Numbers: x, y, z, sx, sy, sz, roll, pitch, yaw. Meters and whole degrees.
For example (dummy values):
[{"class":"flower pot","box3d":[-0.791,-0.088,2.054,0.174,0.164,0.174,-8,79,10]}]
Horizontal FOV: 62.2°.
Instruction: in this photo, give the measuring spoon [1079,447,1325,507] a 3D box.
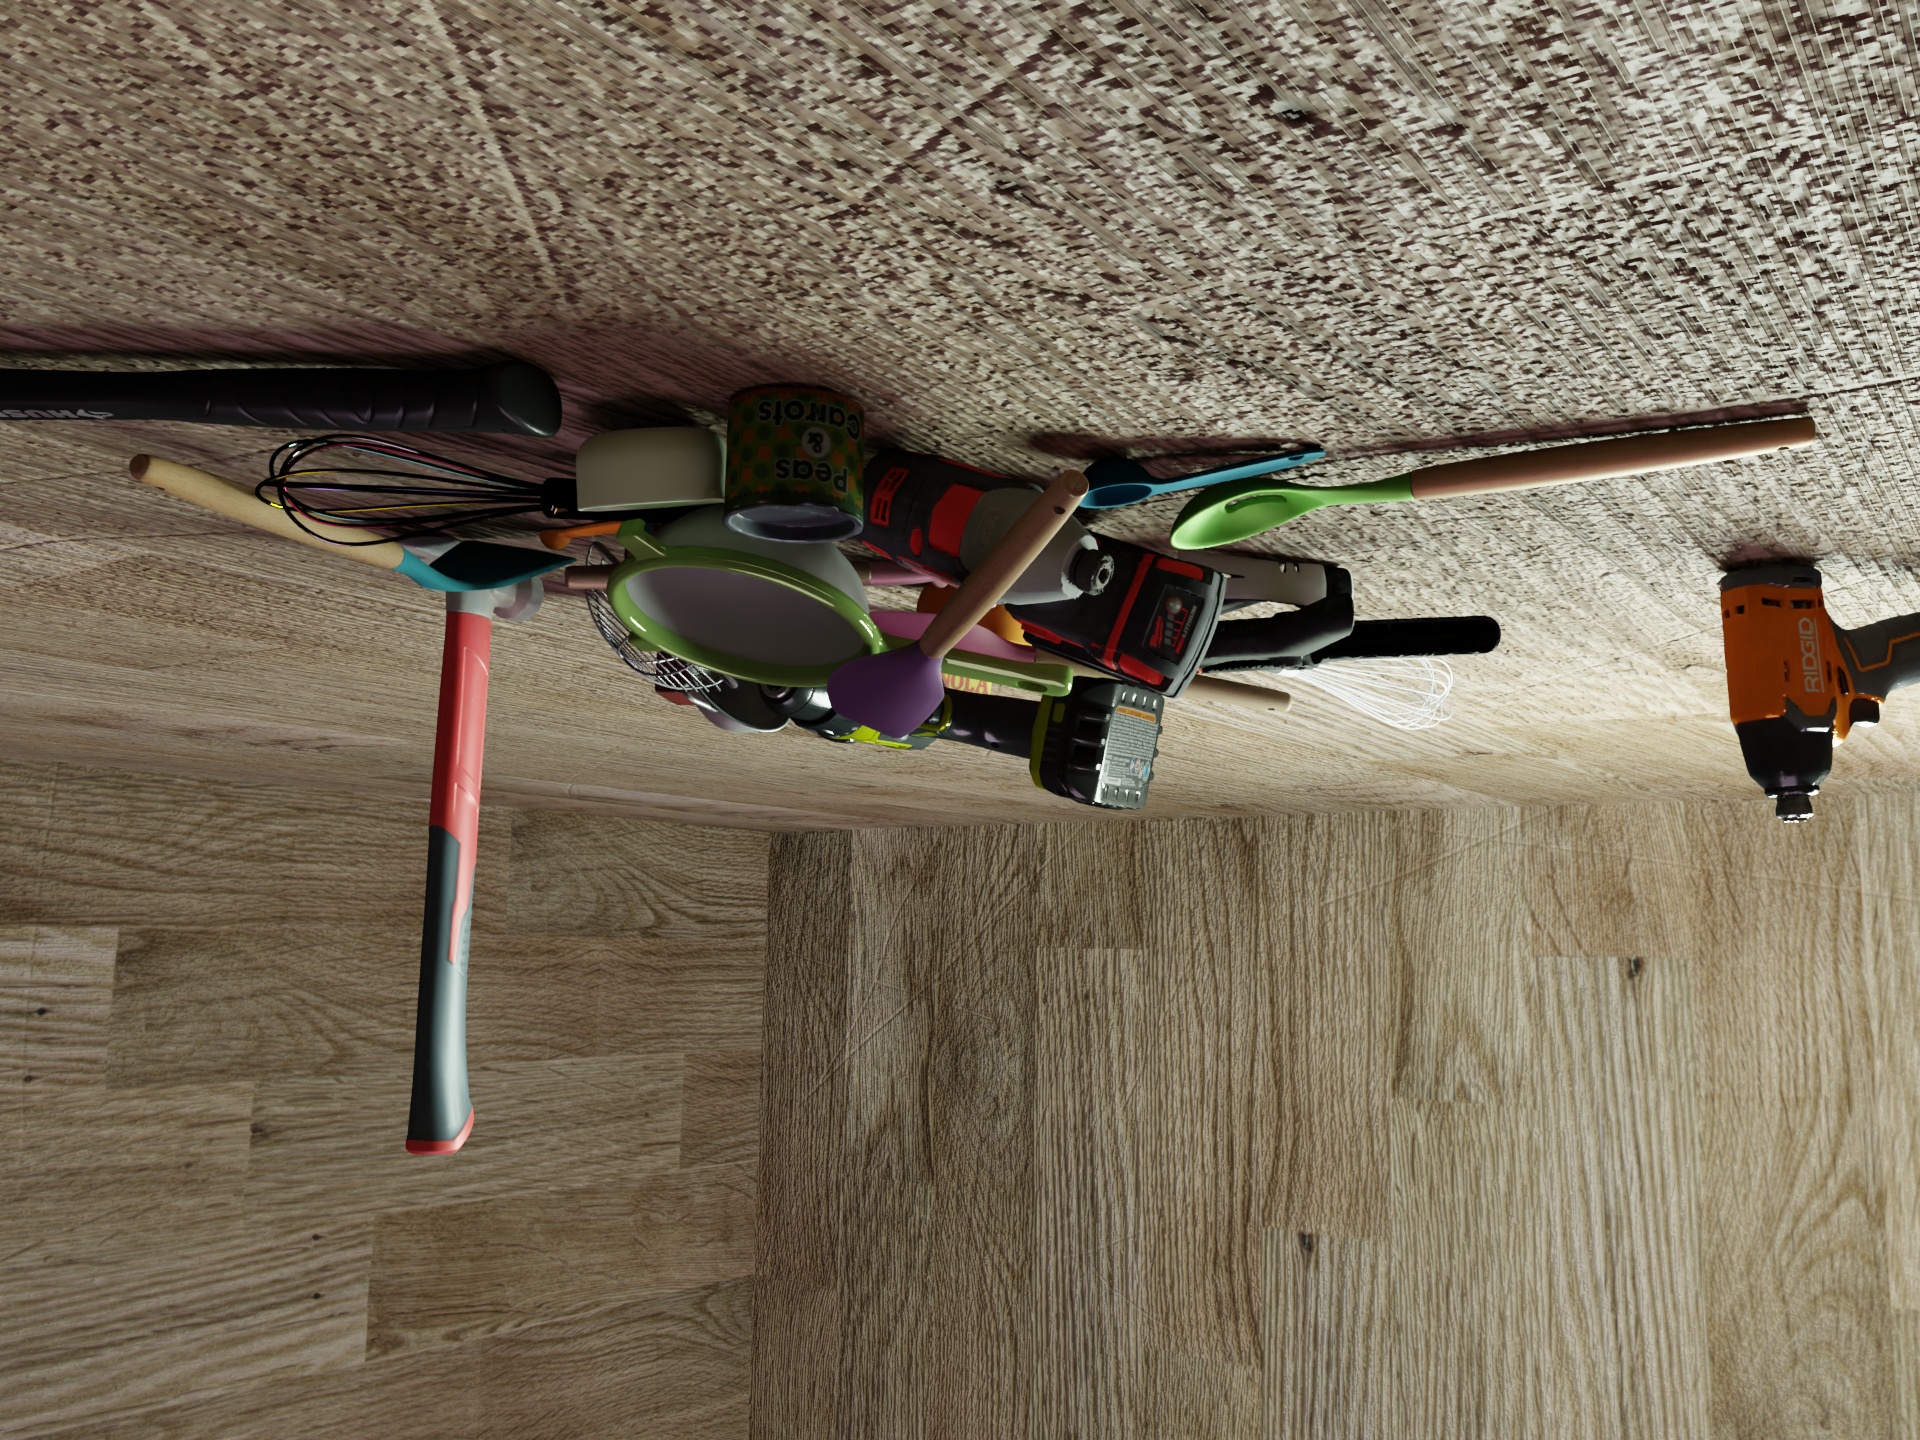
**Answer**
[{"class":"measuring spoon","box3d":[0.120,-0.132,0.814,0.128,0.021,0.042,-10,172,11]}]

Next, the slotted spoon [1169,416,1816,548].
[{"class":"slotted spoon","box3d":[0.257,-0.123,0.808,0.314,0.031,0.070,-5,170,26]}]

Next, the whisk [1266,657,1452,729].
[{"class":"whisk","box3d":[0.289,-0.042,1.292,0.284,0.070,0.070,11,168,-27]}]

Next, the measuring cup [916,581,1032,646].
[{"class":"measuring cup","box3d":[0.054,-0.071,1.103,0.173,0.052,0.095,-1,168,4]}]

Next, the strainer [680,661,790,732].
[{"class":"strainer","box3d":[-0.122,-0.036,1.168,0.258,0.087,0.050,-25,159,-51]}]

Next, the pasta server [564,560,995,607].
[{"class":"pasta server","box3d":[-0.084,-0.083,0.988,0.316,0.040,0.060,-3,-171,-20]}]

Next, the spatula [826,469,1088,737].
[{"class":"spatula","box3d":[-0.007,-0.047,0.784,0.059,0.018,0.316,24,155,-12]}]

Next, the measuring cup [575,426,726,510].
[{"class":"measuring cup","box3d":[-0.124,-0.130,0.811,0.083,0.038,0.167,0,-170,35]}]

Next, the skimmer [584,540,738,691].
[{"class":"skimmer","box3d":[-0.099,-0.076,1.115,0.363,0.090,0.127,-7,-143,-44]}]

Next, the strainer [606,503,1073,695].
[{"class":"strainer","box3d":[-0.060,-0.068,0.872,0.256,0.069,0.151,11,159,-4]}]

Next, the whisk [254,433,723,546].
[{"class":"whisk","box3d":[-0.236,-0.116,0.823,0.245,0.051,0.047,-3,137,-38]}]

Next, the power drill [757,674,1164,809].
[{"class":"power drill","box3d":[-0.002,-0.003,1.020,0.228,0.080,0.190,11,180,25]}]

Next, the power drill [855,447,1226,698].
[{"class":"power drill","box3d":[0.052,-0.079,0.853,0.143,0.078,0.219,23,-178,32]}]

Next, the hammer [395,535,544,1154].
[{"class":"hammer","box3d":[-0.333,0.078,1.010,0.038,0.386,0.143,-2,171,23]}]

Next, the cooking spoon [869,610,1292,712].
[{"class":"cooking spoon","box3d":[0.073,-0.038,1.061,0.318,0.017,0.068,9,163,-12]}]

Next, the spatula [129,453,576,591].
[{"class":"spatula","box3d":[-0.323,-0.106,0.861,0.082,0.044,0.317,11,177,16]}]

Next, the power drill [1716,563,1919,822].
[{"class":"power drill","box3d":[0.606,-0.016,1.036,0.226,0.164,0.084,1,172,-11]}]

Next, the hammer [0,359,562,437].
[{"class":"hammer","box3d":[-0.348,-0.143,0.713,0.335,0.035,0.146,1,171,0]}]

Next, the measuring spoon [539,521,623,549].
[{"class":"measuring spoon","box3d":[-0.209,-0.115,0.975,0.117,0.011,0.021,-3,171,24]}]

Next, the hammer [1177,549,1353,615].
[{"class":"hammer","box3d":[0.138,-0.070,1.170,0.127,0.034,0.337,3,172,-22]}]
